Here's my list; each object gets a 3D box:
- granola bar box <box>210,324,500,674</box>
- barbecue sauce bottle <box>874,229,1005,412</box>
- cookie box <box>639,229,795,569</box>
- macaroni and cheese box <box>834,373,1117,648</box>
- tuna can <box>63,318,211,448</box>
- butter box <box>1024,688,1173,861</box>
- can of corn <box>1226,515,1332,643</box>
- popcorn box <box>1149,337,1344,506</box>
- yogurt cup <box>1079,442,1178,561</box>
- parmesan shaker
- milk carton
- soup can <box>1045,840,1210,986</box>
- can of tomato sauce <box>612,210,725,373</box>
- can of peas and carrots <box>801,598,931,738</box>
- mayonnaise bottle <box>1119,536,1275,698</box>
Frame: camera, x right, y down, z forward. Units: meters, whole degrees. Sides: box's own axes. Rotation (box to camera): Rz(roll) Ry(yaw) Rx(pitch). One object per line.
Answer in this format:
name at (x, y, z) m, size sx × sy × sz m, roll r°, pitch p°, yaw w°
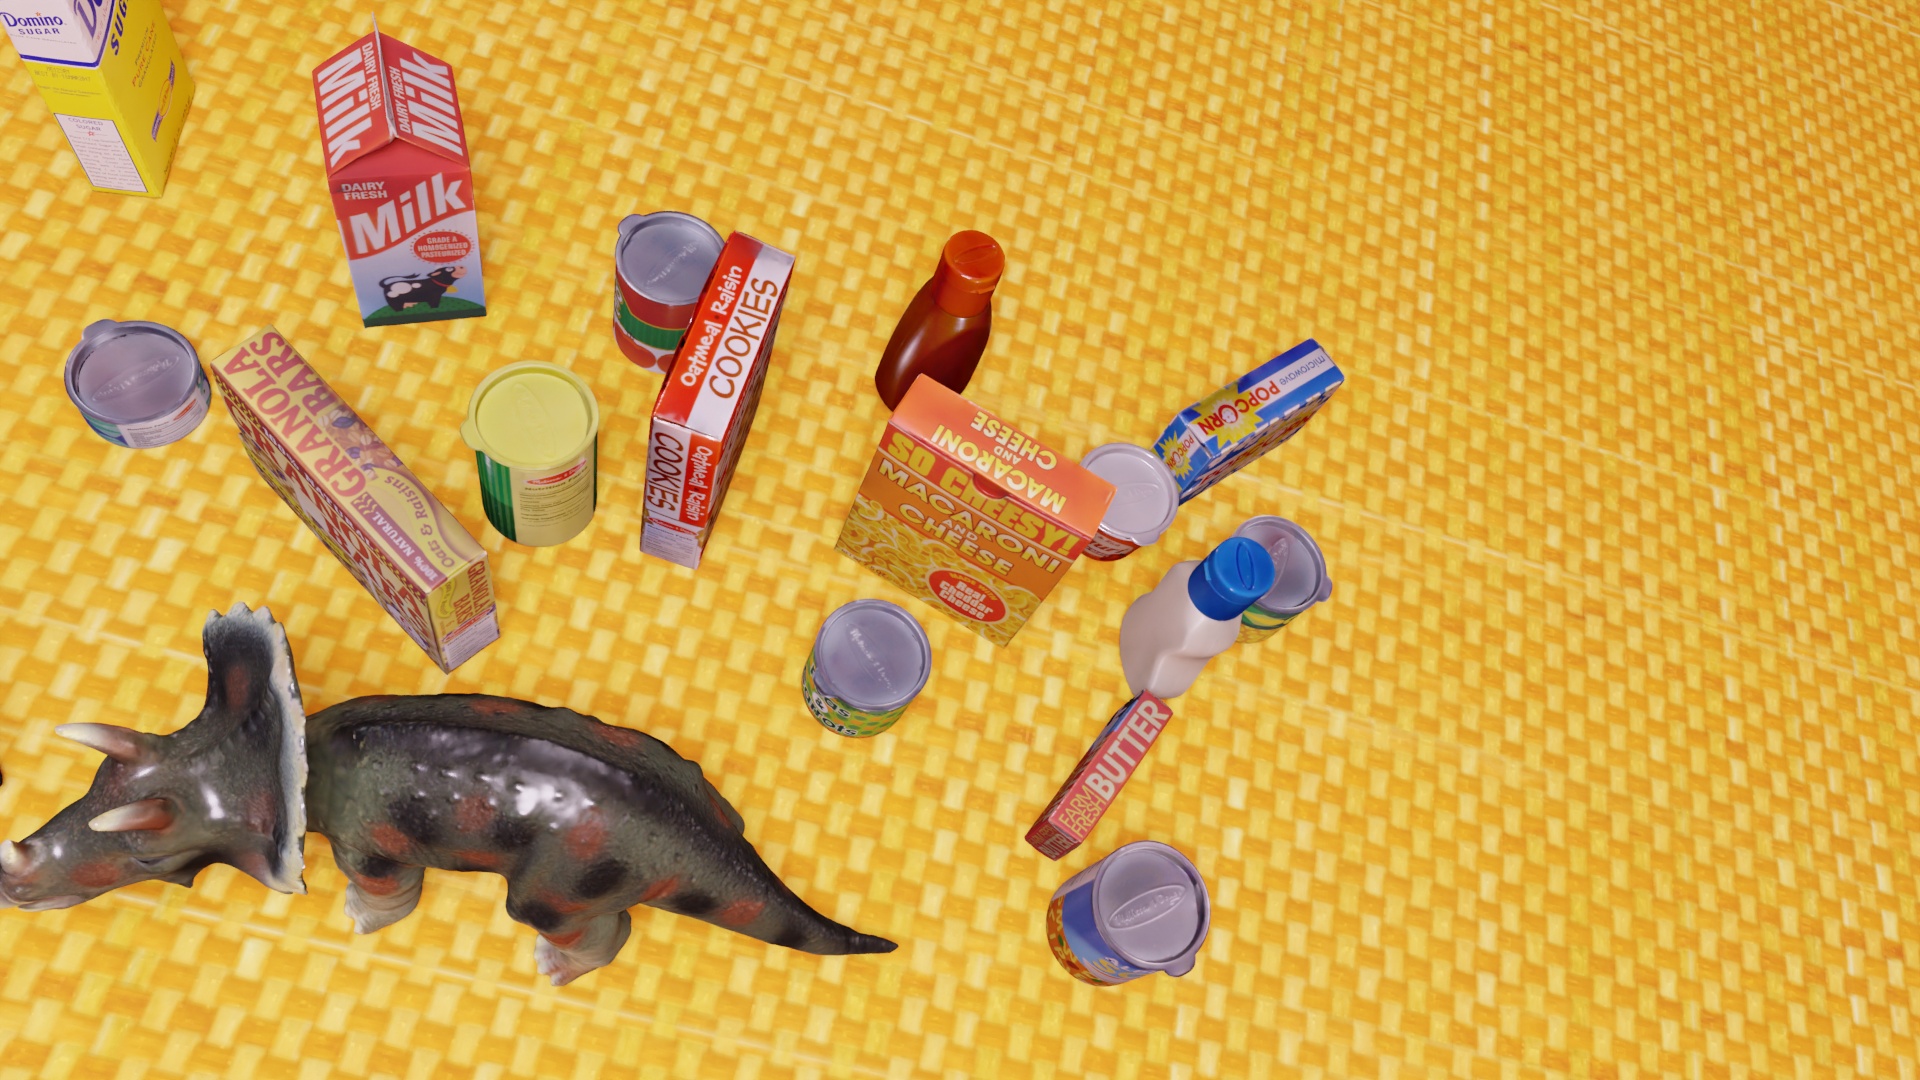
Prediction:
granola bar box at (-0.313, -0.016, 0.728) m, size 0.165 × 0.123 × 0.039 m, roll 45°, pitch 63°, yaw 7°
barbecue sauce bottle at (-0.009, -0.132, 0.853) m, size 0.065 × 0.148 × 0.044 m, roll -21°, pitch 73°, yaw -23°
cookie box at (-0.140, -0.074, 0.778) m, size 0.040 × 0.166 × 0.123 m, roll 19°, pitch 62°, yaw -6°
macaroni and cheese box at (0.003, -0.010, 0.789) m, size 0.124 × 0.165 × 0.040 m, roll 30°, pitch 62°, yaw 0°
tuna can at (-0.458, -0.088, 0.773) m, size 0.071 × 0.032 × 0.071 m, roll 6°, pitch 64°, yaw -13°
butter box at (0.080, 0.136, 0.806) m, size 0.024 × 0.053 × 0.104 m, roll 39°, pitch 62°, yaw 4°
can of corn at (0.192, 0.027, 0.885) m, size 0.071 × 0.058 × 0.071 m, roll 6°, pitch 64°, yaw -13°
popcorn box at (0.183, -0.075, 0.915) m, size 0.127 × 0.085 × 0.038 m, roll -30°, pitch 77°, yaw -25°
yogurt cup at (0.098, -0.021, 0.884) m, size 0.072 × 0.053 × 0.072 m, roll 6°, pitch 64°, yaw -13°
parmesan shaker at (-0.239, -0.045, 0.774) m, size 0.071 × 0.102 × 0.071 m, roll 6°, pitch 65°, yaw -13°
milk carton at (-0.312, -0.201, 0.777) m, size 0.073 × 0.189 × 0.072 m, roll -10°, pitch 69°, yaw -19°
soup can at (0.091, 0.208, 0.758) m, size 0.071 × 0.083 × 0.071 m, roll 6°, pitch 65°, yaw -13°
can of tomato sauce at (-0.180, -0.151, 0.851) m, size 0.071 × 0.082 × 0.071 m, roll 6°, pitch 65°, yaw -13°
can of peas and carrots at (-0.057, 0.076, 0.793) m, size 0.071 × 0.058 × 0.071 m, roll 6°, pitch 64°, yaw -13°
mayonnaise bottle at (0.136, 0.044, 0.811) m, size 0.041 × 0.147 × 0.065 m, roll 3°, pitch 65°, yaw -14°
